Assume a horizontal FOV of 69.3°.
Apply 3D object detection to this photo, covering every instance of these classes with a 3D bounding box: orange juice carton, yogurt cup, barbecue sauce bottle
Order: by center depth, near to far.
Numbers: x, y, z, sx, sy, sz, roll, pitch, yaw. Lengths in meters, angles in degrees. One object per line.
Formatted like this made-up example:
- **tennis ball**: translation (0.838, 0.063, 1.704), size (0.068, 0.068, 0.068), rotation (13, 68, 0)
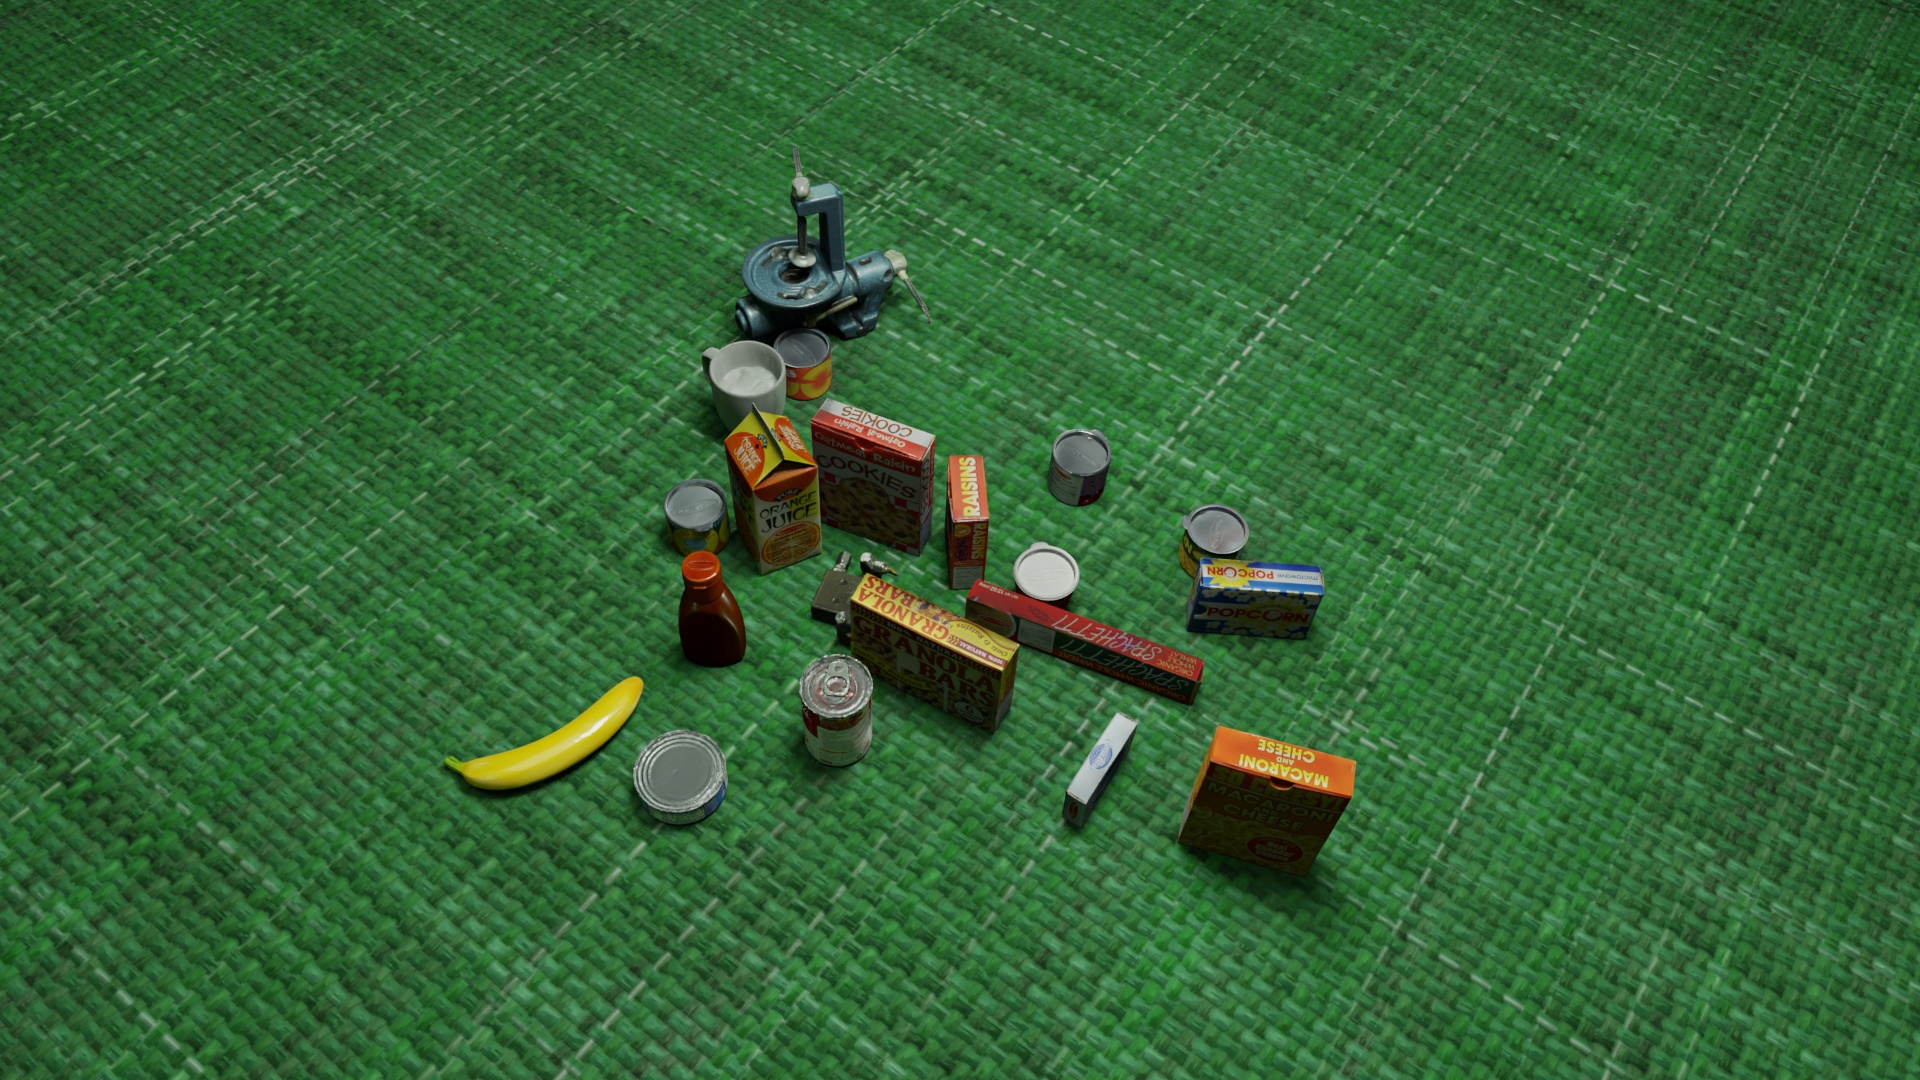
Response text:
- **barbecue sauce bottle**: translation (-0.247, 0.068, 1.358), size (0.065, 0.147, 0.044), rotation (1, 53, -2)
- **orange juice carton**: translation (-0.192, -0.055, 1.426), size (0.073, 0.191, 0.072), rotation (-22, 58, -18)
- **yogurt cup**: translation (0.088, 0.047, 1.452), size (0.072, 0.053, 0.073), rotation (2, 53, -2)

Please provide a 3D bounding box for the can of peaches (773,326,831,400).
- **can of peaches**: translation (-0.186, -0.205, 1.622), size (0.071, 0.057, 0.071), rotation (2, 53, -2)

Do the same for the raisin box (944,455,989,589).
- **raisin box**: translation (0.005, -0.018, 1.453), size (0.040, 0.122, 0.086), rotation (-1, 54, -4)

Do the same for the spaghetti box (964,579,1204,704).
- **spaghetti box**: translation (0.125, 0.104, 1.414), size (0.250, 0.050, 0.029), rotation (19, 55, 11)

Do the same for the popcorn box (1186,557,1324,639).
- **popcorn box**: translation (0.303, 0.061, 1.435), size (0.127, 0.084, 0.038), rotation (4, 53, 0)

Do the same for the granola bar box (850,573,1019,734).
- **granola bar box**: translation (-0.028, 0.112, 1.353), size (0.166, 0.123, 0.039), rotation (24, 56, 14)

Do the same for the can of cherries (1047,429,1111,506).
- **can of cherries**: translation (0.134, -0.082, 1.548), size (0.071, 0.058, 0.072), rotation (2, 53, -2)

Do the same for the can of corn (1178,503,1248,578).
- **can of corn**: translation (0.269, 0.003, 1.492), size (0.071, 0.058, 0.071), rotation (2, 53, -2)

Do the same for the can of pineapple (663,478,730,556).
- **can of pineapple**: translation (-0.280, -0.021, 1.479), size (0.071, 0.057, 0.071), rotation (2, 53, -2)

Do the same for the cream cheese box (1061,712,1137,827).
- **cream cheese box**: translation (0.132, 0.219, 1.327), size (0.024, 0.053, 0.104), rotation (28, 57, 17)

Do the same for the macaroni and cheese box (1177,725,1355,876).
- **macaroni and cheese box**: translation (0.272, 0.238, 1.250), size (0.124, 0.165, 0.040), rotation (14, 54, 7)

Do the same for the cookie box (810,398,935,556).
- **cookie box**: translation (-0.091, -0.063, 1.453), size (0.123, 0.166, 0.040), rotation (19, 55, 11)
